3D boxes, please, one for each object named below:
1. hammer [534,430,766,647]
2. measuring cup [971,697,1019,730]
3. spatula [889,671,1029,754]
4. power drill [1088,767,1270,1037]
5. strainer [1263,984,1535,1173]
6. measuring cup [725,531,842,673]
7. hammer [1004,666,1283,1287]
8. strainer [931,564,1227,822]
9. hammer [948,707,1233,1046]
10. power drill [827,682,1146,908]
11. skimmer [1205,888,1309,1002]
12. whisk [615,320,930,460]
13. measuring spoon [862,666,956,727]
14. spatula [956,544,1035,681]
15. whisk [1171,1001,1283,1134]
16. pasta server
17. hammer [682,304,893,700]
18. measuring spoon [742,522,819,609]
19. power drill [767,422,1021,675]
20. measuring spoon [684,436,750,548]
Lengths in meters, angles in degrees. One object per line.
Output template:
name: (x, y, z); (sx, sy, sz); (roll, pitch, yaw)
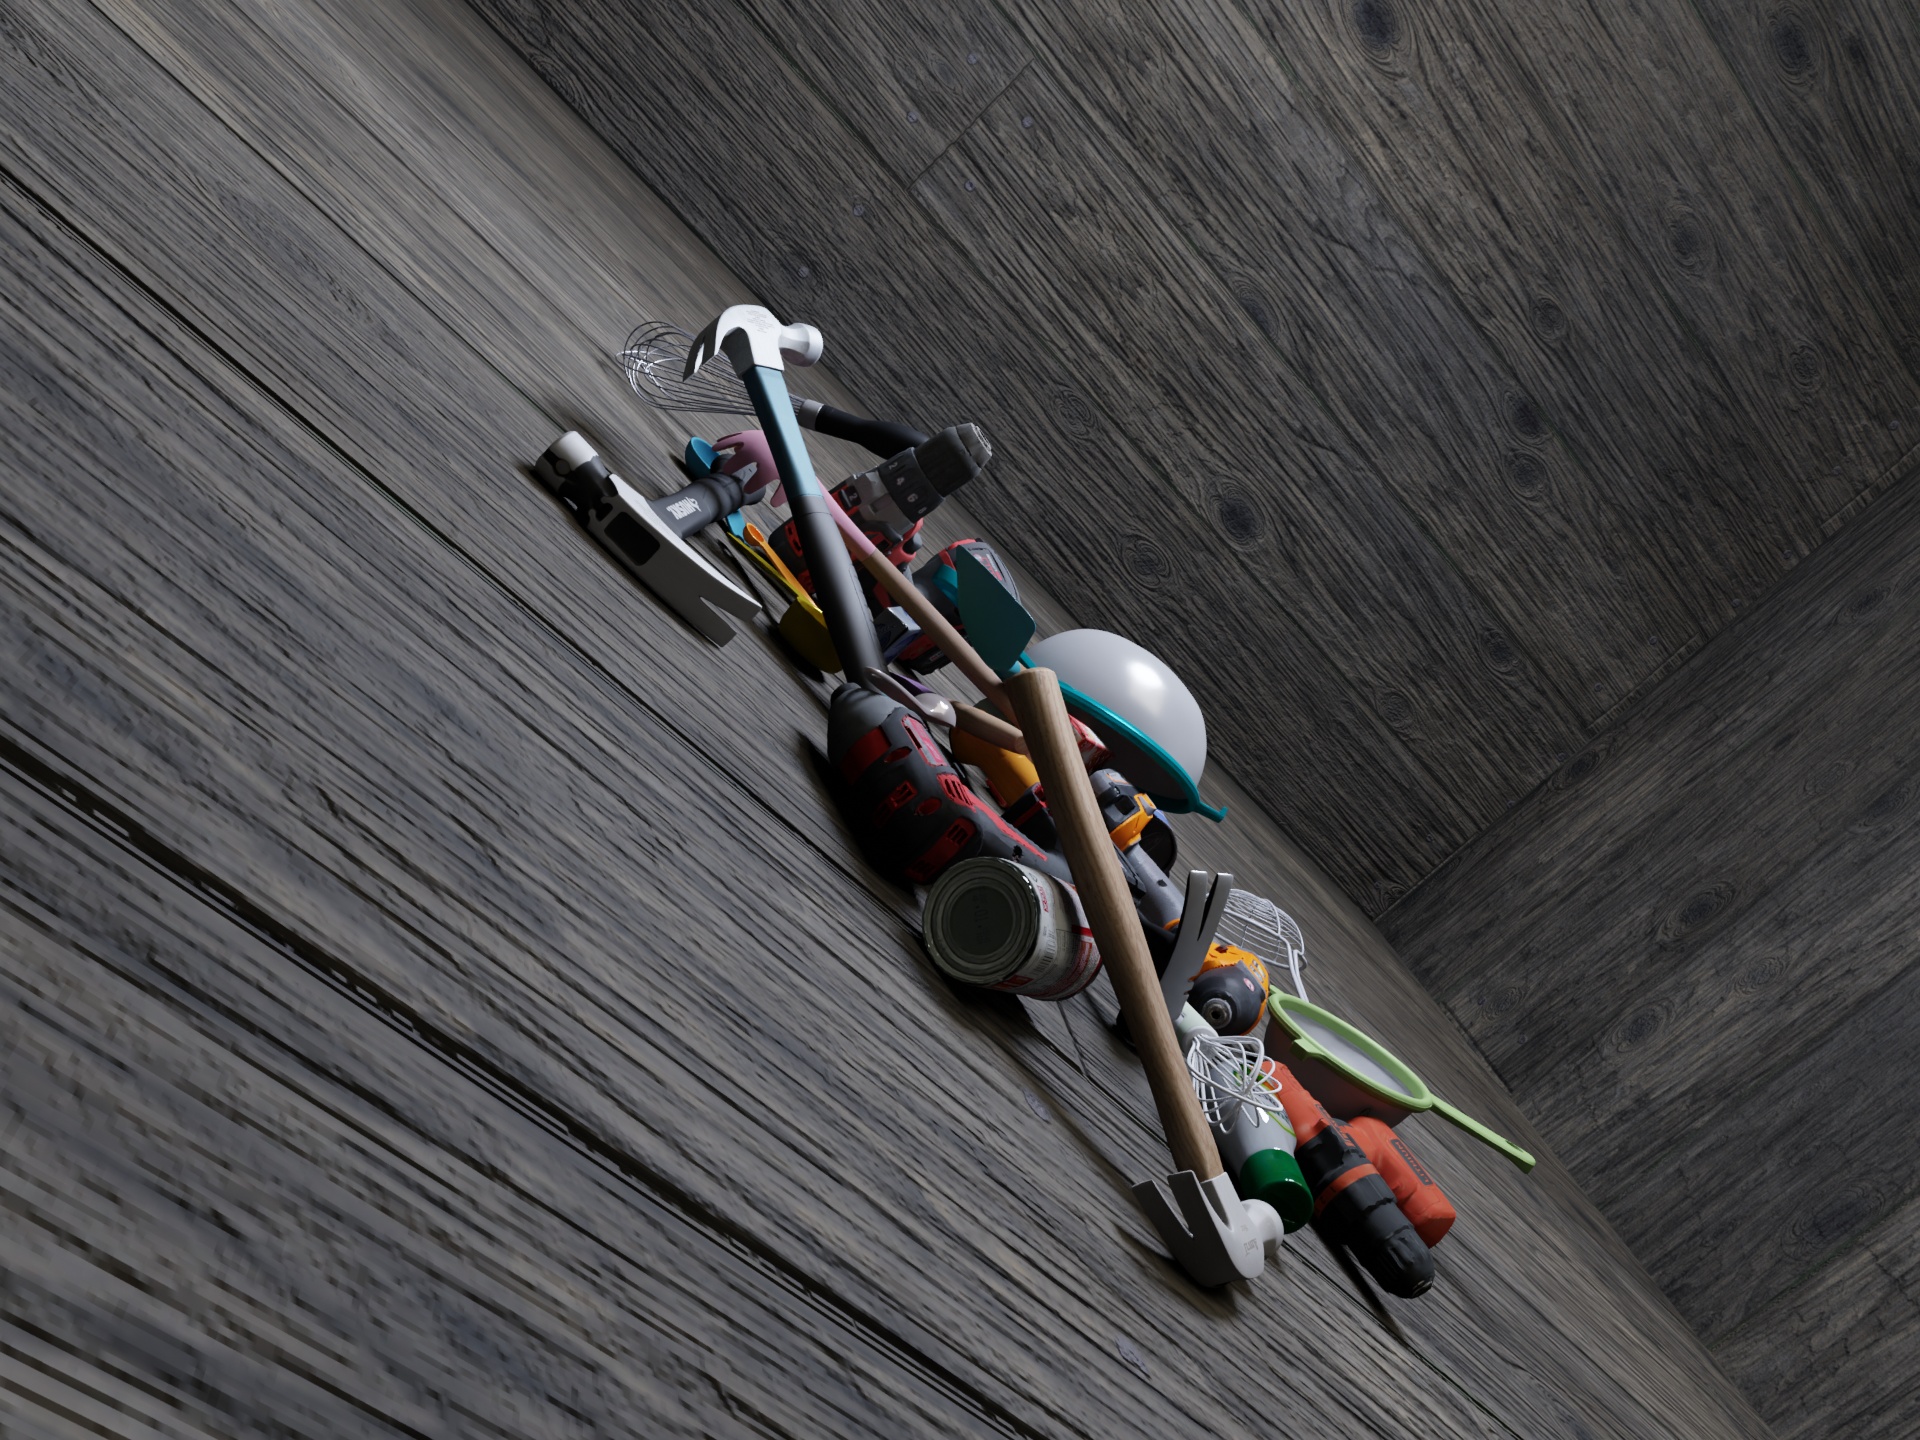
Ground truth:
hammer: (-0.170, -0.137, 1.050); (0.146, 0.035, 0.335); (46, 12, -8)
measuring cup: (0.070, 0.045, 1.390); (0.167, 0.038, 0.083); (44, 10, -6)
spatula: (-0.002, -0.004, 1.127); (0.059, 0.018, 0.316); (44, -6, -16)
power drill: (0.154, 0.147, 1.229); (0.226, 0.084, 0.164); (52, 10, 8)
strainer: (0.345, 0.318, 1.294); (0.256, 0.069, 0.151); (31, 9, -4)
measuring cup: (-0.127, -0.083, 1.110); (0.157, 0.029, 0.062); (42, 7, 35)
hammer: (0.086, 0.126, 0.828); (0.130, 0.031, 0.331); (18, 50, -66)
strainer: (0.099, -0.049, 1.341); (0.211, 0.095, 0.340); (20, -19, 50)
hammer: (0.073, 0.075, 1.115); (0.034, 0.127, 0.337); (7, 25, -30)
power drill: (0.007, 0.058, 0.959); (0.219, 0.078, 0.143); (33, 16, -46)
skimmer: (0.294, 0.283, 1.445); (0.127, 0.090, 0.364); (38, 22, -28)
whisk: (-0.148, -0.254, 1.274); (0.284, 0.070, 0.070); (20, 4, 12)
measuring spoon: (-0.031, -0.019, 0.966); (0.034, 0.018, 0.124); (15, -9, 21)
spatula: (0.053, -0.037, 1.181); (0.082, 0.044, 0.317); (47, 2, 23)
whisk: (0.154, 0.208, 1.013); (0.059, 0.058, 0.246); (23, 0, -4)
pasta server: (-0.054, -0.096, 1.154); (0.316, 0.040, 0.060); (46, 18, -17)
hammer: (-0.097, -0.134, 1.063); (0.128, 0.033, 0.331); (0, 65, -52)
measuring spoon: (-0.127, -0.098, 1.186); (0.117, 0.011, 0.021); (53, 16, -6)
power drill: (-0.028, -0.140, 1.284); (0.226, 0.188, 0.080); (38, 23, -59)
measuring spoon: (-0.187, -0.168, 1.219); (0.042, 0.021, 0.129); (28, 29, -47)
